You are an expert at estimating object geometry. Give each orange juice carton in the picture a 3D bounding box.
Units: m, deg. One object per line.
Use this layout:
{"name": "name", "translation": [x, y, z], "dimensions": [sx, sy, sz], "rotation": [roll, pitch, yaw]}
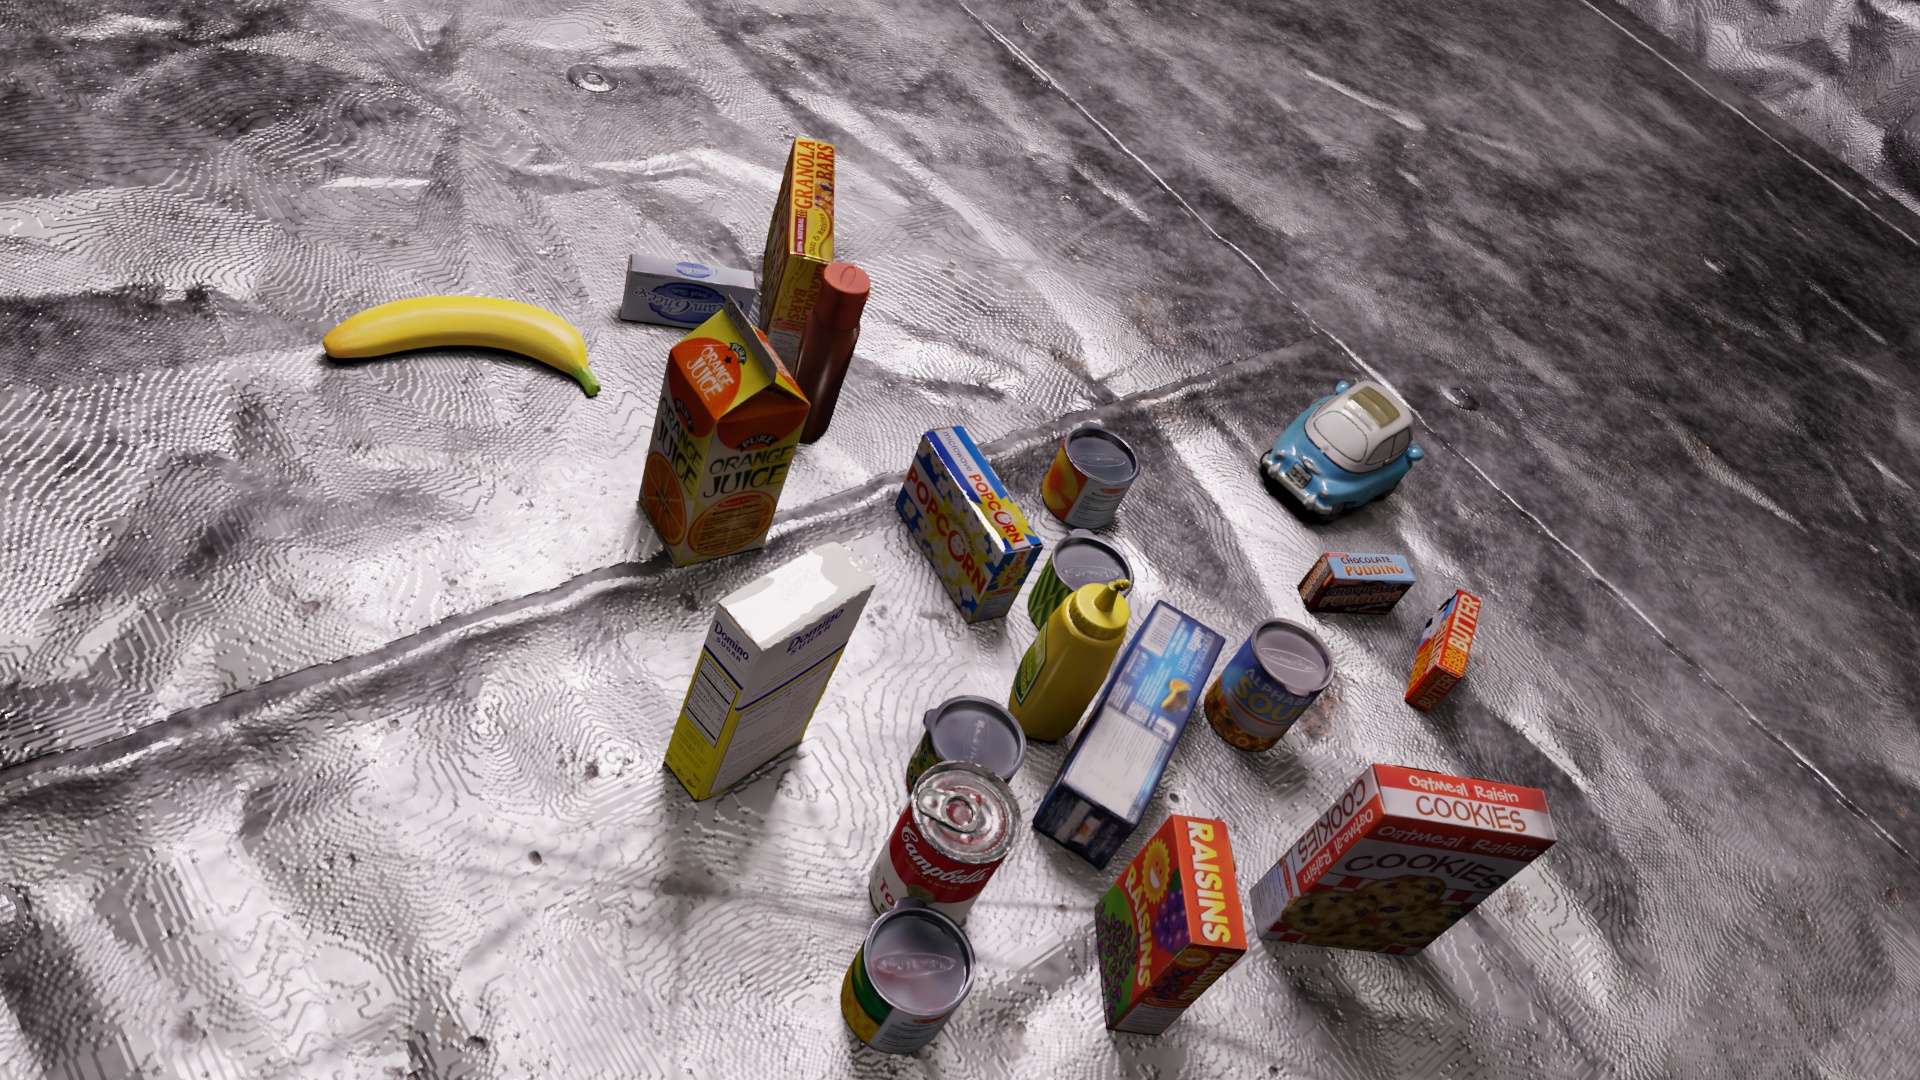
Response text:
{"name": "orange juice carton", "translation": [-0.162, -0.074, 0.954], "dimensions": [0.073, 0.191, 0.072], "rotation": [-15, 57, -33]}

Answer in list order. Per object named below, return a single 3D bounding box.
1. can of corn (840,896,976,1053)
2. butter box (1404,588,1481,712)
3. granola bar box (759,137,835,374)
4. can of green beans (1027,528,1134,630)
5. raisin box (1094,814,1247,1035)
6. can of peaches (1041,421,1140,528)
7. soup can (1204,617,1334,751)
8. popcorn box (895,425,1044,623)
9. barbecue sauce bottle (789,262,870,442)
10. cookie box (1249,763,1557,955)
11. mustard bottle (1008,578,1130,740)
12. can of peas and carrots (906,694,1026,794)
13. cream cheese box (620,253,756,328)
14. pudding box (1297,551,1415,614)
{"name": "can of corn", "translation": [-0.032, 0.252, 0.804], "dimensions": [0.071, 0.058, 0.071], "rotation": [12, 46, -13]}
{"name": "butter box", "translation": [0.398, 0.090, 1.146], "dimensions": [0.024, 0.052, 0.104], "rotation": [31, 45, 5]}
{"name": "granola bar box", "translation": [-0.138, -0.239, 1.166], "dimensions": [0.039, 0.123, 0.166], "rotation": [10, 46, -15]}
{"name": "can of green beans", "translation": [0.091, 0.038, 1.057], "dimensions": [0.071, 0.057, 0.071], "rotation": [12, 46, -13]}
{"name": "raisin box", "translation": [0.125, 0.235, 0.843], "dimensions": [0.040, 0.122, 0.086], "rotation": [12, 46, -14]}
{"name": "can of peaches", "translation": [0.106, -0.054, 1.148], "dimensions": [0.071, 0.057, 0.071], "rotation": [12, 46, -13]}
{"name": "soup can", "translation": [0.228, 0.110, 1.032], "dimensions": [0.071, 0.083, 0.072], "rotation": [12, 46, -13]}
{"name": "popcorn box", "translation": [0.004, -0.013, 1.047], "dimensions": [0.038, 0.084, 0.127], "rotation": [-13, 56, -32]}
{"name": "barbecue sauce bottle", "translation": [-0.105, -0.147, 1.078], "dimensions": [0.044, 0.147, 0.065], "rotation": [20, 45, -5]}
{"name": "cookie box", "translation": [0.283, 0.210, 0.903], "dimensions": [0.123, 0.166, 0.040], "rotation": [11, 46, -15]}
{"name": "mustard bottle", "translation": [0.078, 0.073, 0.946], "dimensions": [0.049, 0.159, 0.066], "rotation": [16, 45, -10]}
{"name": "can of peas and carrots", "translation": [0.001, 0.145, 0.918], "dimensions": [0.071, 0.058, 0.071], "rotation": [12, 46, -13]}
{"name": "cream cheese box", "translation": [-0.224, -0.202, 1.145], "dimensions": [0.104, 0.053, 0.024], "rotation": [5, 48, -20]}
{"name": "pudding box", "translation": [0.334, 0.036, 1.171], "dimensions": [0.084, 0.049, 0.030], "rotation": [3, 49, -21]}
